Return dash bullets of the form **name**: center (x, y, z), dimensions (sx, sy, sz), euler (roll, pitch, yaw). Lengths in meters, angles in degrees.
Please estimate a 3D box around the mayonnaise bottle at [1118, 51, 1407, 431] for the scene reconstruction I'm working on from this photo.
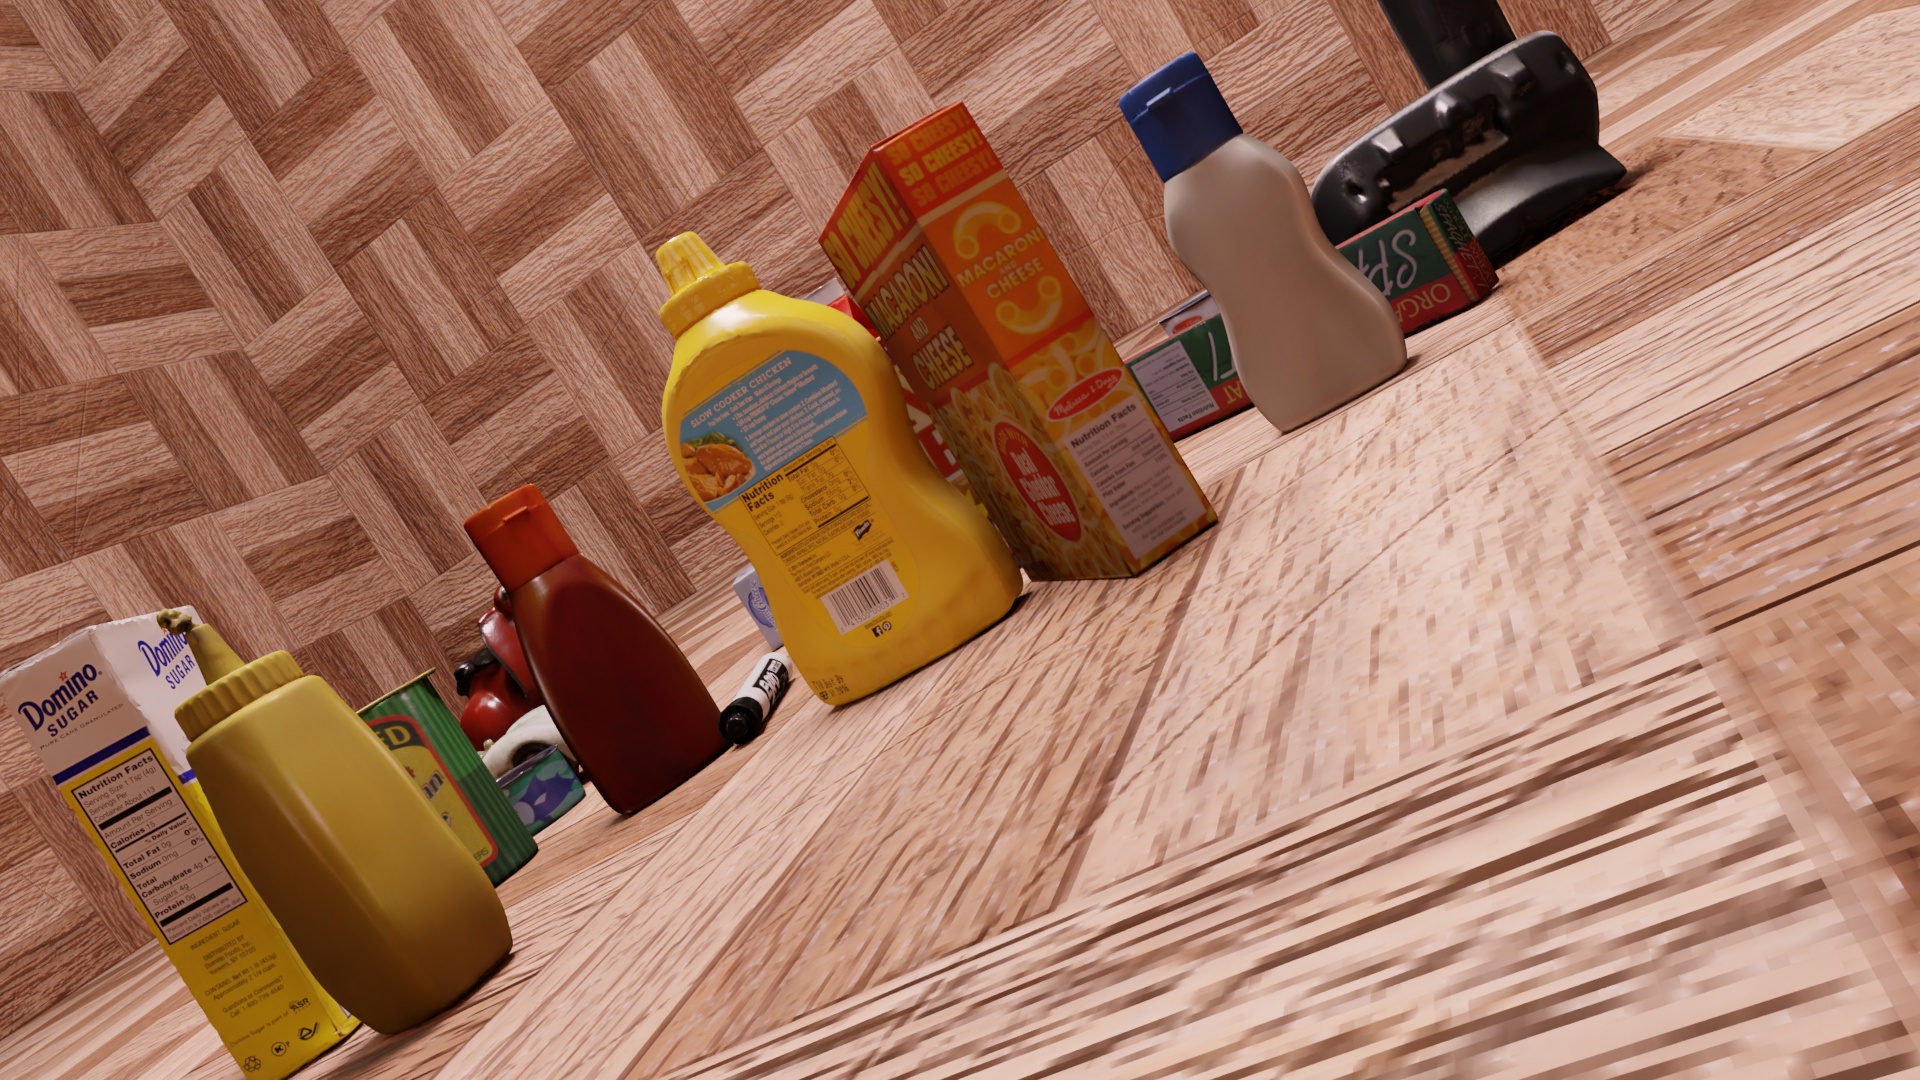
- **mayonnaise bottle**: center (0.116, -0.120, 0.551), dimensions (0.064, 0.148, 0.041), euler (-29, 6, 25)

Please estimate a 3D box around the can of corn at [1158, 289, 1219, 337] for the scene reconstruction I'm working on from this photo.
- **can of corn**: center (0.152, -0.113, 0.754), dimensions (0.071, 0.058, 0.071), euler (-31, 5, 3)

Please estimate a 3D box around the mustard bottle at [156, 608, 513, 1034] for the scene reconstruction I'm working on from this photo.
- **mustard bottle**: center (-0.216, 0.087, 0.465), dimensions (0.065, 0.160, 0.049), euler (-28, 6, 34)

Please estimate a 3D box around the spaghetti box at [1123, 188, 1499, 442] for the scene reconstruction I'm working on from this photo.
- **spaghetti box**: center (0.144, -0.094, 0.681), dimensions (0.029, 0.050, 0.249), euler (-36, 7, -37)

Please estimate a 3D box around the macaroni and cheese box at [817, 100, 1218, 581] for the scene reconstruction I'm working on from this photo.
- **macaroni and cheese box**: center (0.015, -0.065, 0.518), dimensions (0.040, 0.166, 0.123), euler (-33, 5, -13)

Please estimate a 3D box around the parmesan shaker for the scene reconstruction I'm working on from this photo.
- **parmesan shaker**: center (-0.255, 0.123, 0.664), dimensions (0.071, 0.103, 0.071), euler (-31, 5, 3)

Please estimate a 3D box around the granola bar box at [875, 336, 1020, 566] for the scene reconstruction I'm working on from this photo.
- **granola bar box**: center (-0.016, -0.034, 0.639), dimensions (0.166, 0.124, 0.039), euler (-34, 5, -19)

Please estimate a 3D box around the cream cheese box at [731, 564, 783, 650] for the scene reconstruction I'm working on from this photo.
- **cream cheese box**: center (-0.132, 0.042, 0.955), dimensions (0.024, 0.053, 0.104), euler (-32, 5, -4)

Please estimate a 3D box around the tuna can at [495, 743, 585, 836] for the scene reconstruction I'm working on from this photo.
- **tuna can**: center (-0.242, 0.144, 0.768), dimensions (0.071, 0.033, 0.071), euler (-31, 5, 3)

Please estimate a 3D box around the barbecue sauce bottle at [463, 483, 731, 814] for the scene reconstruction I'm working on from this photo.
- **barbecue sauce bottle**: center (-0.167, 0.046, 0.625), dimensions (0.065, 0.148, 0.043), euler (-34, 6, -26)

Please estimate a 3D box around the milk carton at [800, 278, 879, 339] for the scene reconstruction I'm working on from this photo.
- **milk carton**: center (-0.063, -0.081, 0.952), dimensions (0.072, 0.190, 0.073), euler (-31, 5, 12)
